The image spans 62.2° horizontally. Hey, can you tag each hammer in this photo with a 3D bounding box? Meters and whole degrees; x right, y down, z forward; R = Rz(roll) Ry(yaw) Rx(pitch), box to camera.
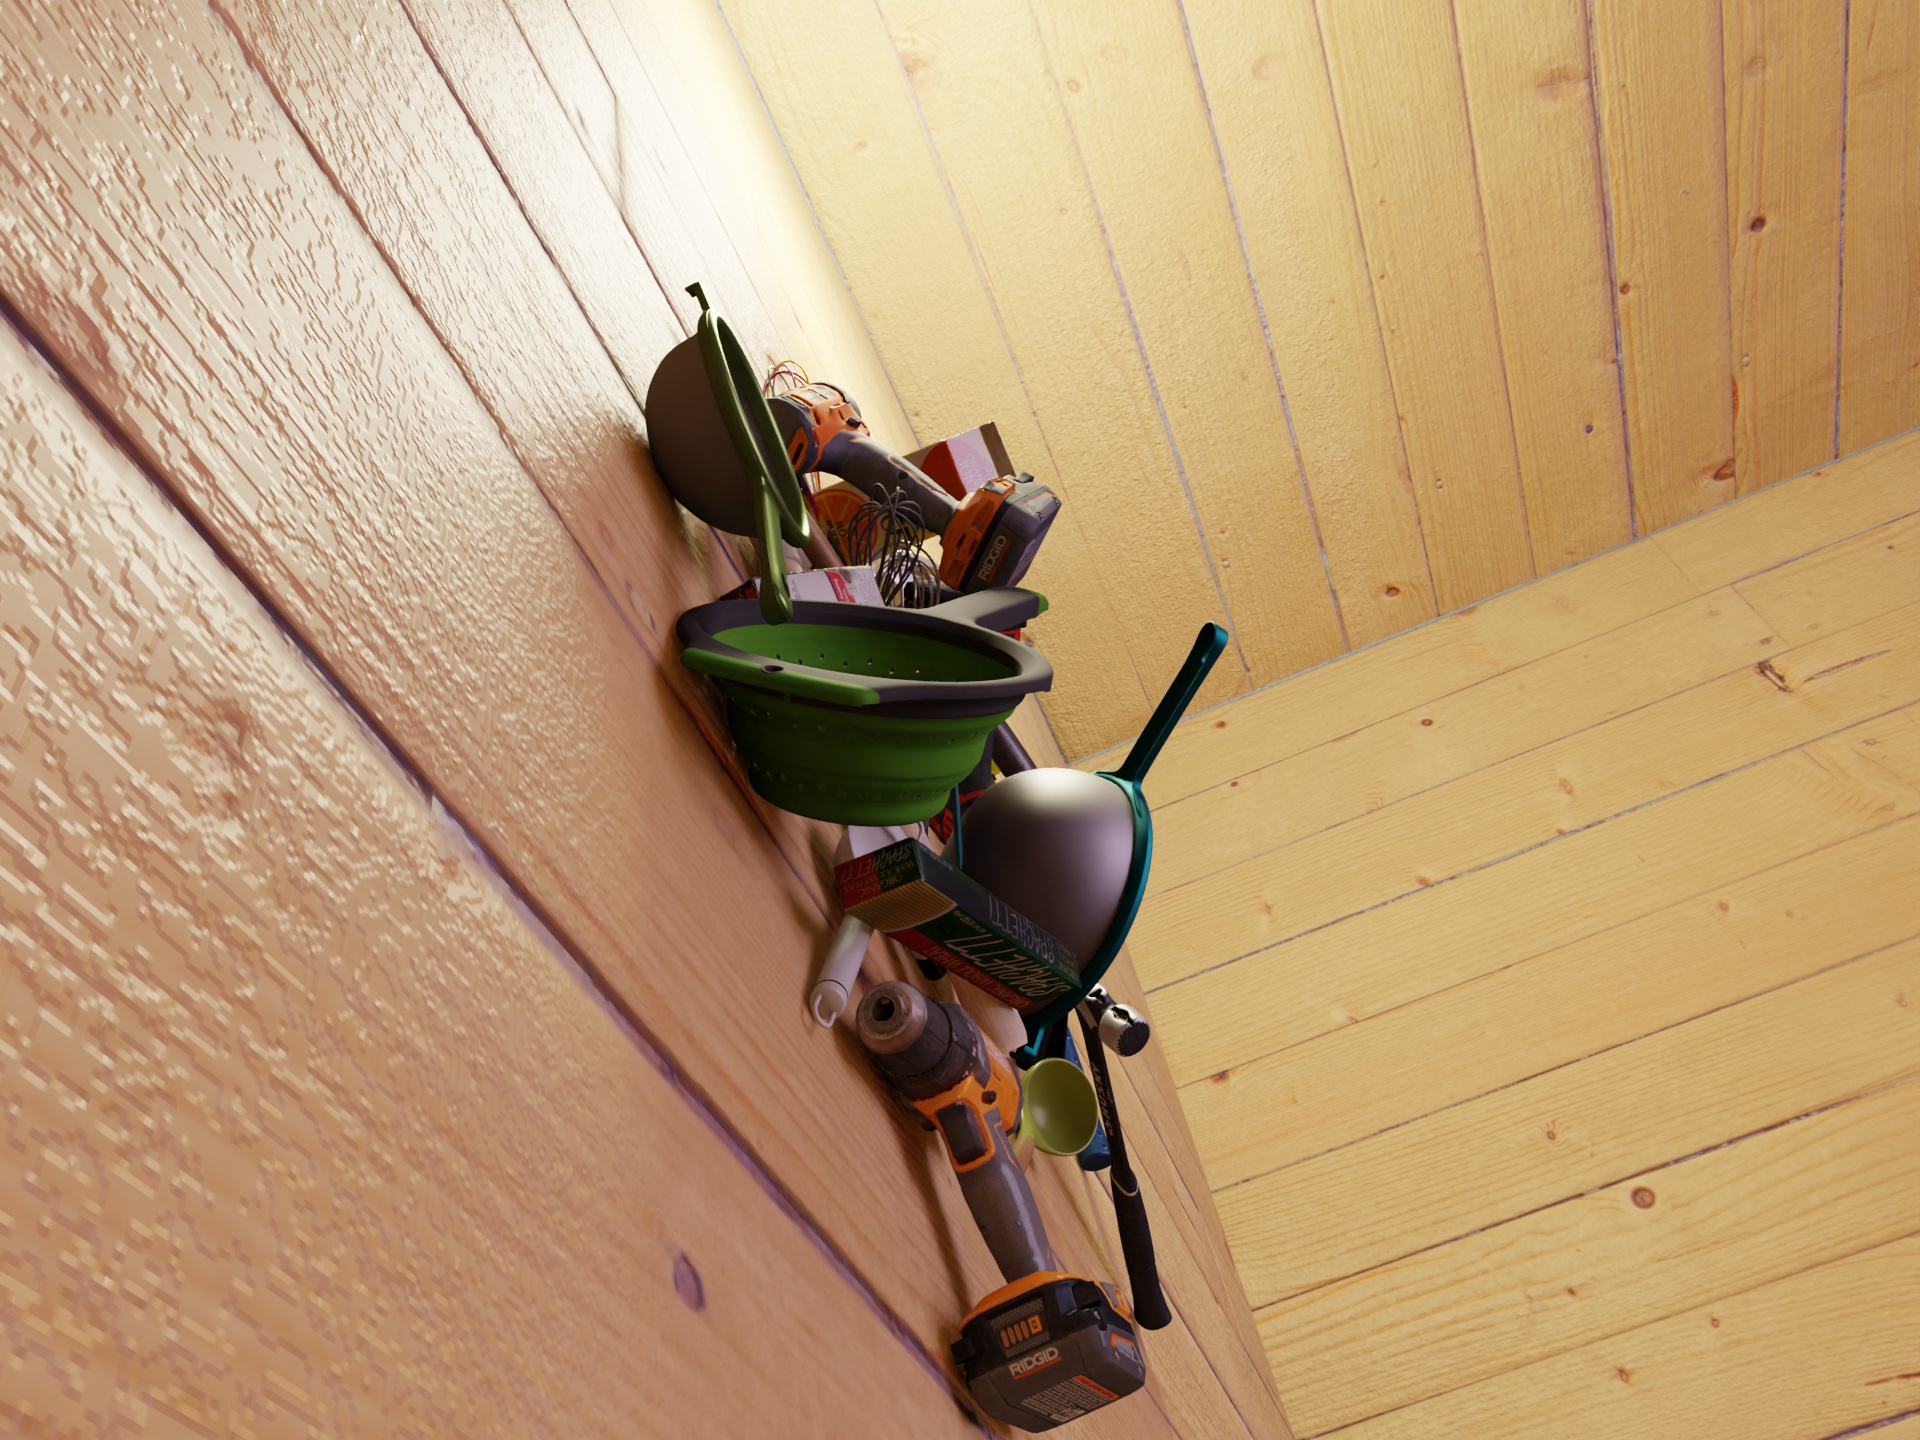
[{"bbox_3d":[-0.058,0.034,1.070,0.411,0.038,0.146,65,7,10],"label":"hammer"},{"bbox_3d":[0.014,-0.014,1.461,0.128,0.033,0.331,-30,85,-49],"label":"hammer"},{"bbox_3d":[0.080,0.263,1.634,0.143,0.035,0.406,61,9,-53],"label":"hammer"},{"bbox_3d":[0.134,0.380,1.377,0.149,0.036,0.408,33,-37,53],"label":"hammer"}]

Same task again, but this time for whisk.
[{"bbox_3d":[-0.041,-0.016,1.235,0.058,0.059,0.246,-35,124,-76],"label":"whisk"},{"bbox_3d":[-0.066,-0.082,1.163,0.238,0.055,0.055,106,-28,-52],"label":"whisk"},{"bbox_3d":[-0.134,-0.219,1.429,0.051,0.047,0.245,54,18,-71],"label":"whisk"}]

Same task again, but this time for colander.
[{"bbox_3d":[-0.027,-0.016,0.944,0.397,0.204,0.094,-27,127,-66],"label":"colander"}]

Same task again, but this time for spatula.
[{"bbox_3d":[-0.065,-0.046,1.087,0.317,0.044,0.082,57,7,-9],"label":"spatula"}]

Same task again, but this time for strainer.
[{"bbox_3d":[-0.140,-0.131,0.924,0.257,0.069,0.151,-105,173,-47],"label":"strainer"},{"bbox_3d":[0.071,0.061,1.155,0.095,0.340,0.211,28,9,-23],"label":"strainer"},{"bbox_3d":[-0.059,0.113,0.913,0.087,0.050,0.258,60,13,-11],"label":"strainer"}]

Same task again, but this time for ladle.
[{"bbox_3d":[0.055,0.309,1.153,0.320,0.062,0.078,5,61,-80],"label":"ladle"}]

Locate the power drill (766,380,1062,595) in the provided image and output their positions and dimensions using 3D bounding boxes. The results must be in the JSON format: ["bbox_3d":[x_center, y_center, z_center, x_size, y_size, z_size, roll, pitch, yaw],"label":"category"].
[{"bbox_3d":[-0.042,-0.184,1.205,0.226,0.084,0.164,29,23,4],"label":"power drill"}]

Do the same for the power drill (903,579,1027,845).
[{"bbox_3d":[-0.002,-0.004,1.342,0.188,0.080,0.226,-143,-129,-71],"label":"power drill"}]

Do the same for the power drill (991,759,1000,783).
[{"bbox_3d":[0.023,0.107,1.505,0.190,0.080,0.229,46,25,-74],"label":"power drill"}]

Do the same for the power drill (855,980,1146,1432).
[{"bbox_3d":[0.013,0.255,0.867,0.226,0.084,0.185,67,5,34],"label":"power drill"}]
